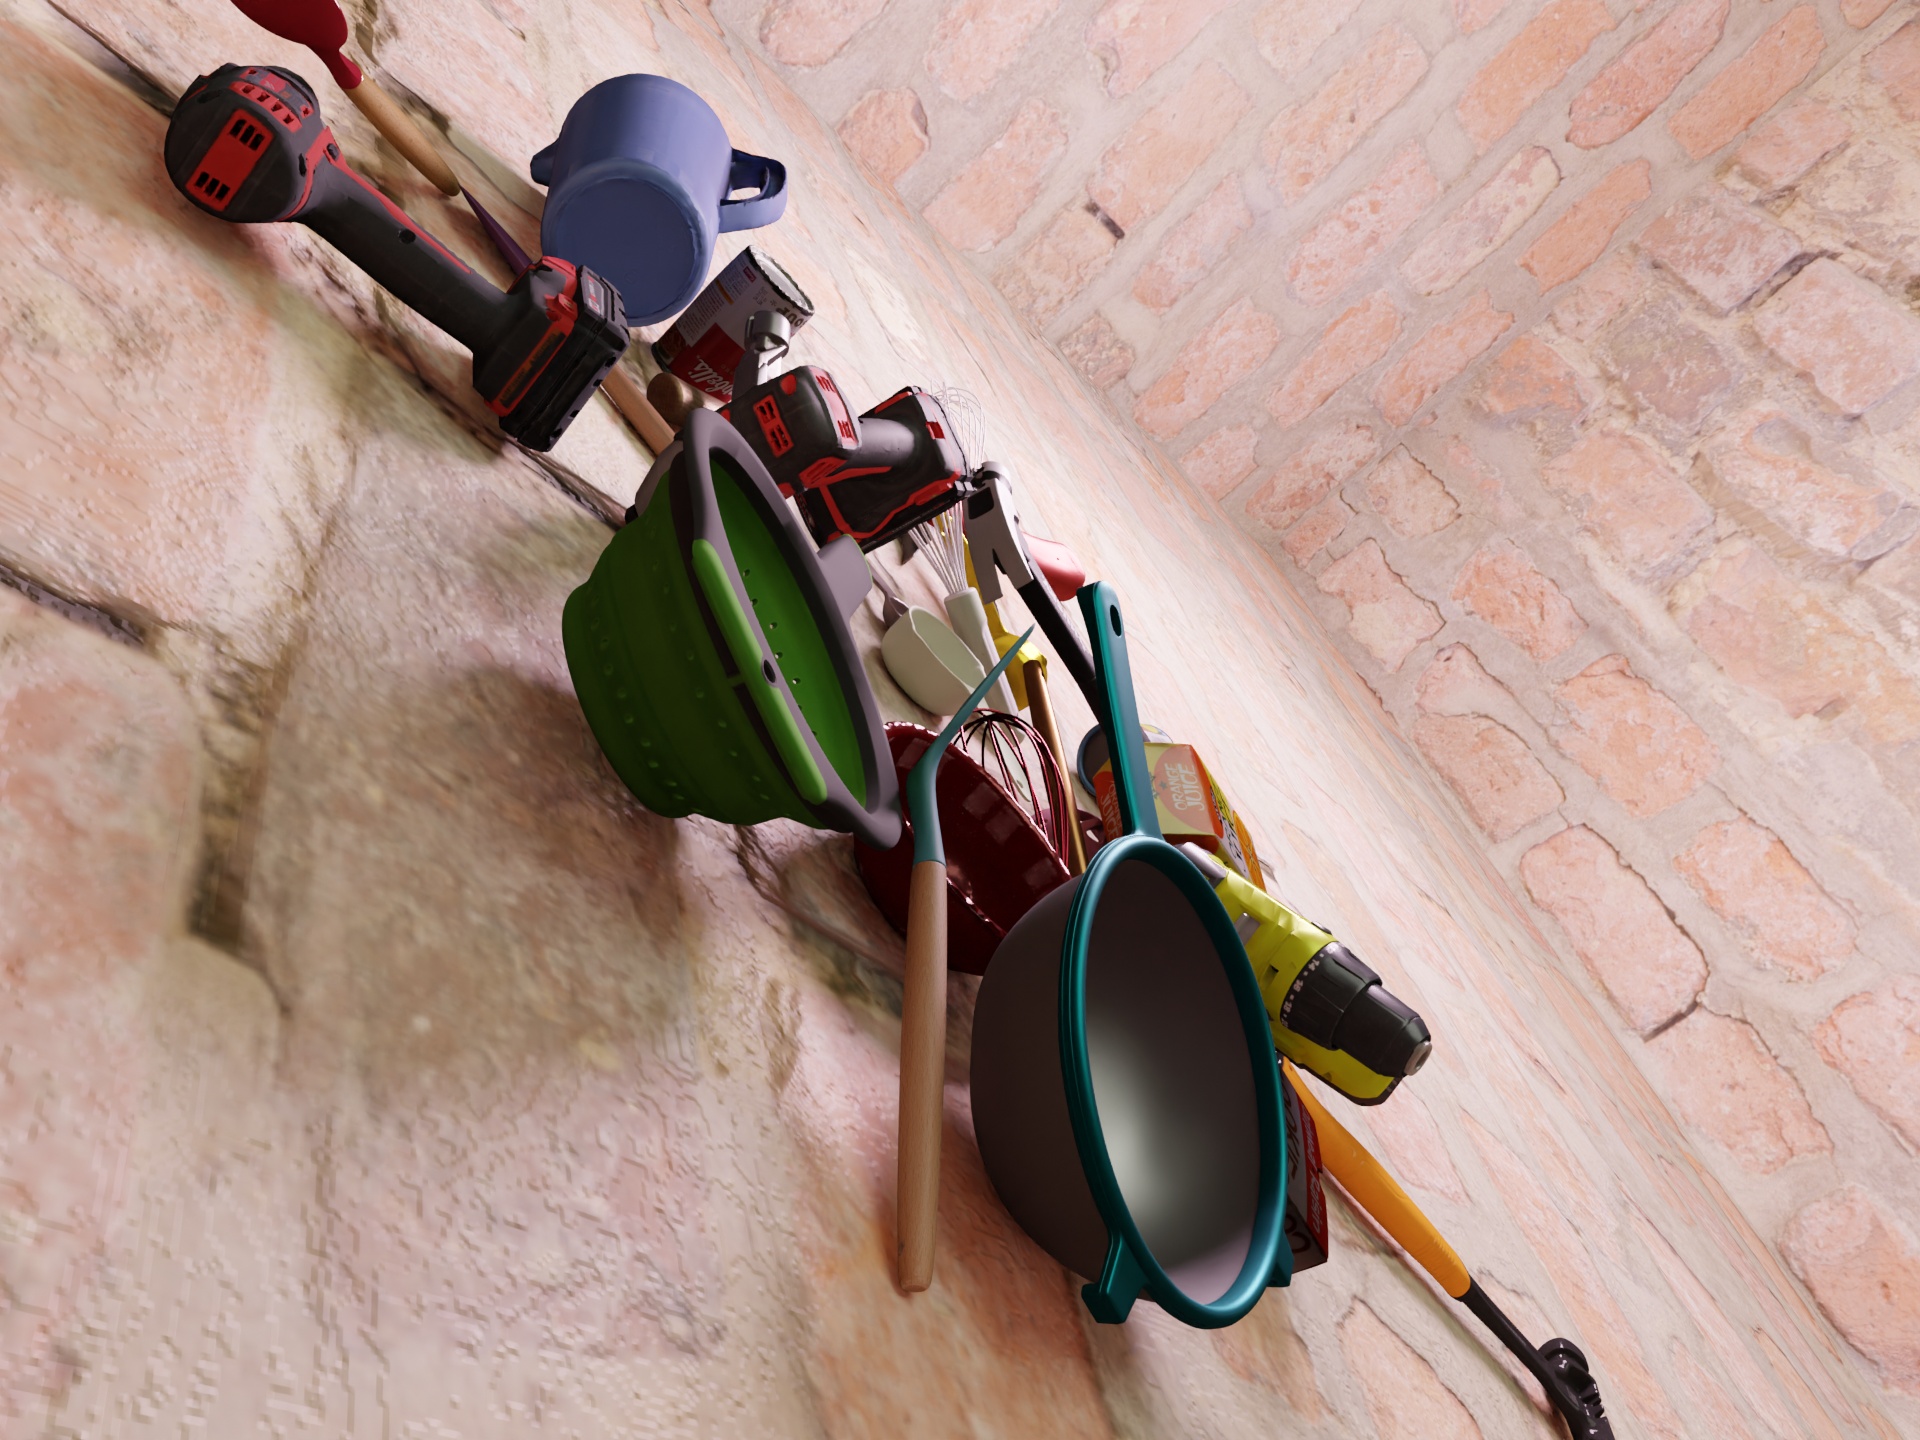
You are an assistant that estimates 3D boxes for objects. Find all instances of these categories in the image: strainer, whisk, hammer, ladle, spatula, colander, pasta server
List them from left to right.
[{"bbox_3d":[-0.327,-0.344,0.872,0.069,0.031,0.315,26,0,-1],"label":"ladle"},{"bbox_3d":[-0.221,-0.218,1.001,0.316,0.018,0.059,51,-4,6],"label":"spatula"},{"bbox_3d":[-0.104,-0.040,0.770,0.397,0.094,0.204,-80,147,-78],"label":"colander"},{"bbox_3d":[-0.117,-0.193,1.184,0.130,0.031,0.331,55,19,22],"label":"hammer"},{"bbox_3d":[-0.028,-0.158,1.181,0.358,0.037,0.149,26,55,-44],"label":"hammer"},{"bbox_3d":[-0.004,0.089,0.692,0.044,0.082,0.318,19,49,-21],"label":"spatula"},{"bbox_3d":[-0.002,-0.096,1.117,0.058,0.059,0.246,-46,117,-75],"label":"whisk"},{"bbox_3d":[0.002,-0.169,1.310,0.070,0.070,0.285,30,42,-46],"label":"whisk"},{"bbox_3d":[0.049,0.107,0.909,0.073,0.073,0.296,30,32,-46],"label":"whisk"},{"bbox_3d":[0.056,0.103,0.735,0.210,0.095,0.341,22,56,-55],"label":"strainer"},{"bbox_3d":[0.080,0.086,0.986,0.080,0.041,0.323,38,32,-46],"label":"spatula"},{"bbox_3d":[0.096,-0.019,1.116,0.334,0.035,0.146,56,16,-27],"label":"hammer"},{"bbox_3d":[0.114,0.085,1.162,0.060,0.040,0.316,53,14,14],"label":"pasta server"},{"bbox_3d":[0.307,0.350,1.043,0.337,0.034,0.127,47,16,-4],"label":"hammer"}]

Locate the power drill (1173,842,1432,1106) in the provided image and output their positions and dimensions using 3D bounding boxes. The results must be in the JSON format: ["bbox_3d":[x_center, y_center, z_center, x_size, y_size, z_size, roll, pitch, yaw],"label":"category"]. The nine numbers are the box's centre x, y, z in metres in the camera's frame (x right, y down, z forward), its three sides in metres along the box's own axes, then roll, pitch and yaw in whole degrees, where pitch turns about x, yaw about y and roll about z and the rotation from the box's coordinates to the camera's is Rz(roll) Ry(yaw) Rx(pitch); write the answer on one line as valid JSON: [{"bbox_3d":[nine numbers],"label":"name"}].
[{"bbox_3d":[0.223,0.174,1.007,0.191,0.080,0.228,34,-5,32],"label":"power drill"}]

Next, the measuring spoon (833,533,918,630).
[{"bbox_3d":[-0.068,-0.100,1.142,0.124,0.018,0.034,50,16,30],"label":"measuring spoon"}]

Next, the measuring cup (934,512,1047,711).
[{"bbox_3d":[0.012,-0.076,1.149,0.029,0.062,0.156,-39,107,-54],"label":"measuring cup"}]

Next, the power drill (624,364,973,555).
[{"bbox_3d":[-0.092,-0.145,0.933,0.078,0.143,0.219,66,23,4],"label":"power drill"}]

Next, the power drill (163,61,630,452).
[{"bbox_3d":[-0.289,-0.253,0.824,0.226,0.080,0.188,34,15,-28],"label":"power drill"}]

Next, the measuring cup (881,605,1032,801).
[{"bbox_3d":[-0.002,-0.003,1.050,0.083,0.038,0.168,24,31,-53],"label":"measuring cup"}]
